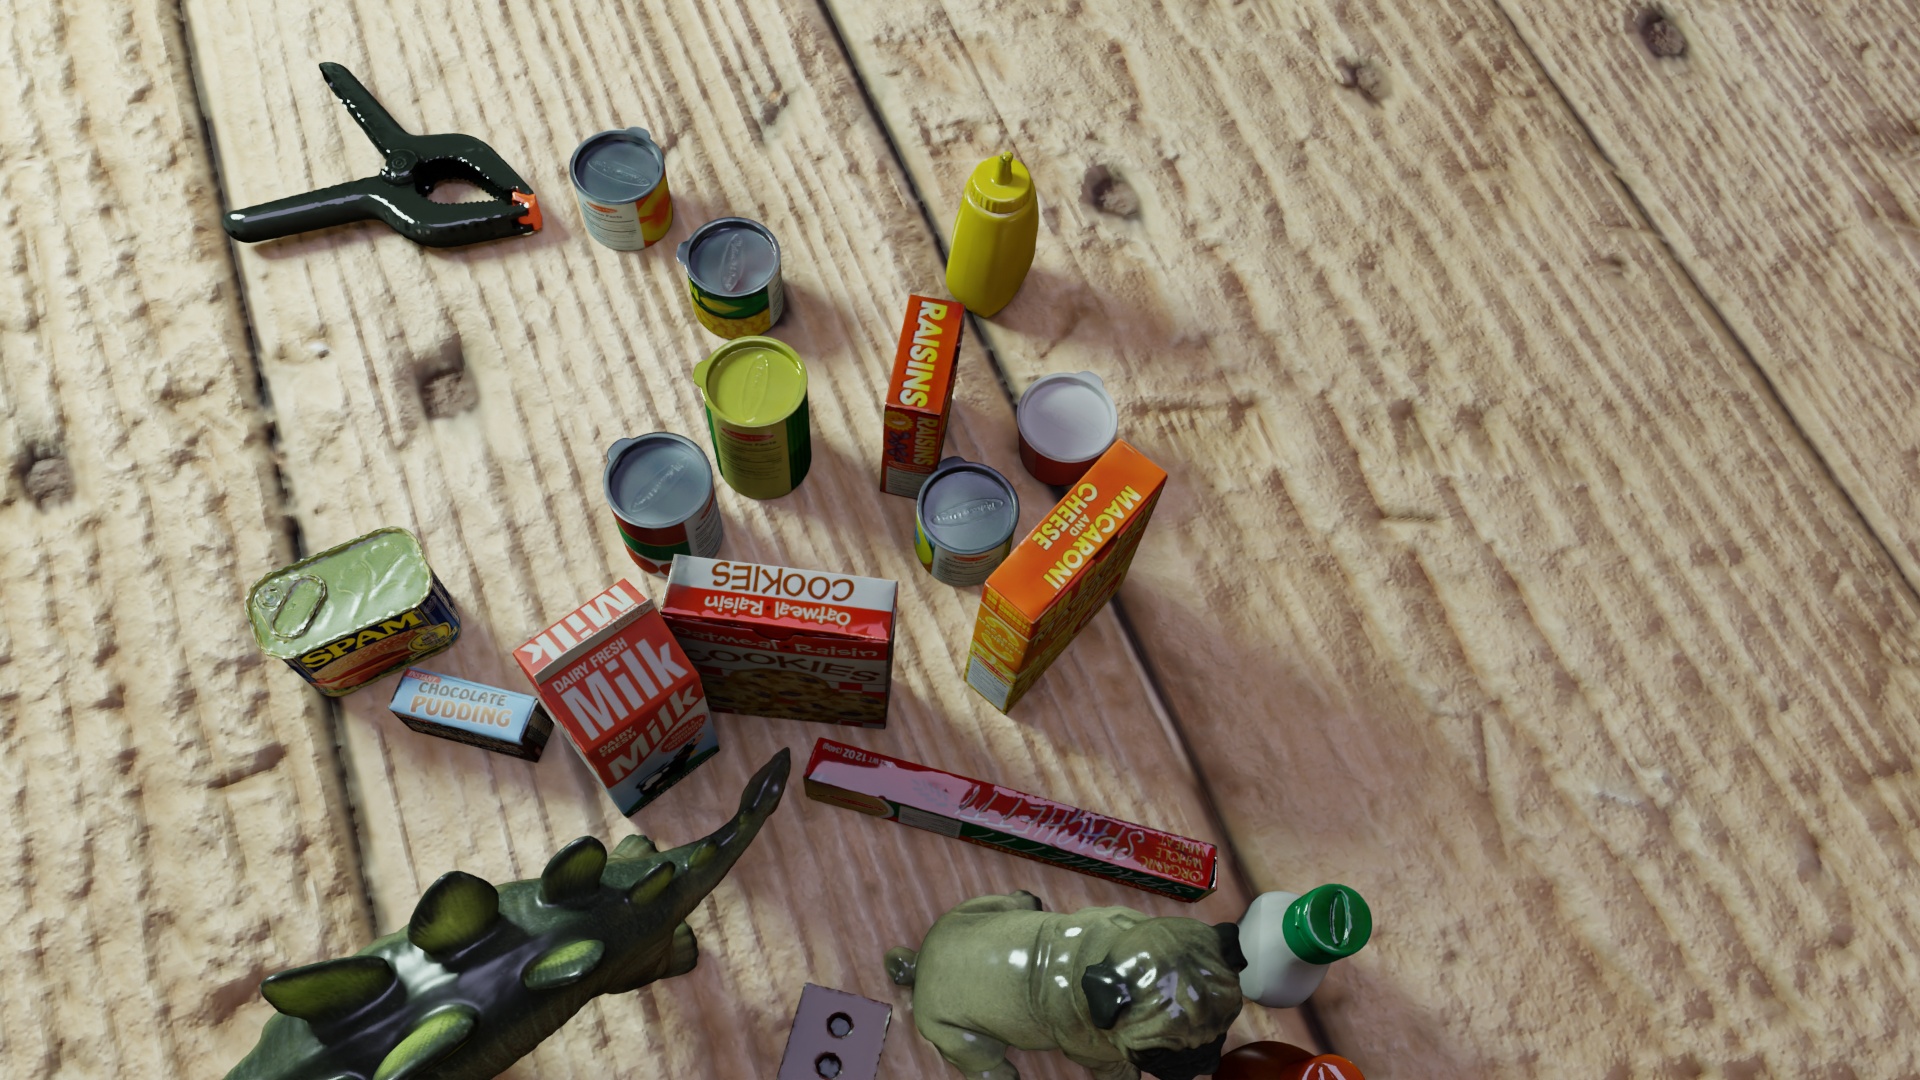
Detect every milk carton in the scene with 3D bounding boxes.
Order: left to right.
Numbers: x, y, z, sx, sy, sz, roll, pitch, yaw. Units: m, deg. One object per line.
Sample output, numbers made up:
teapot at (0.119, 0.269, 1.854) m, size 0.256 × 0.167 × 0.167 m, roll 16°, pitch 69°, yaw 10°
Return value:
milk carton at (-0.191, 0.086, 0.779) m, size 0.072 × 0.189 × 0.073 m, roll -36°, pitch 73°, yaw -18°

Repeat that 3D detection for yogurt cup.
yogurt cup at (0.070, -0.073, 0.947) m, size 0.072 × 0.053 × 0.072 m, roll 2°, pitch 66°, yaw -4°

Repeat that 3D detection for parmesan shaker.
parmesan shaker at (-0.134, -0.079, 0.907) m, size 0.071 × 0.102 × 0.071 m, roll 2°, pitch 66°, yaw -4°

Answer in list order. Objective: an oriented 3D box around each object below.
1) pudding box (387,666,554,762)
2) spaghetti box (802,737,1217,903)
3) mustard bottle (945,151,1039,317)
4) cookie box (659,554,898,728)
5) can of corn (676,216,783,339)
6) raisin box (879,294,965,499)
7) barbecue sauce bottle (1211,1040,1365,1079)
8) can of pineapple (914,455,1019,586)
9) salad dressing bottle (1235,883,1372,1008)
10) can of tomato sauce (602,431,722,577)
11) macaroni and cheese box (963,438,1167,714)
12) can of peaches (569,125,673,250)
pudding box at (-0.294, 0.105, 0.839) m, size 0.084 × 0.049 × 0.030 m, roll 14°, pitch 66°, yaw 2°
spaghetti box at (0.029, 0.170, 0.835) m, size 0.250 × 0.050 × 0.029 m, roll 15°, pitch 66°, yaw 2°
mustard bottle at (0.024, -0.218, 0.952) m, size 0.049 × 0.159 × 0.065 m, roll 35°, pitch 68°, yaw 11°
cookie box at (-0.101, 0.064, 0.809) m, size 0.123 × 0.166 × 0.040 m, roll 6°, pitch 66°, yaw -2°
can of corn at (-0.161, -0.184, 0.977) m, size 0.071 × 0.058 × 0.071 m, roll 2°, pitch 66°, yaw -4°
raisin box at (-0.025, -0.091, 0.910) m, size 0.040 × 0.123 × 0.086 m, roll 11°, pitch 65°, yaw 1°
barbecue sauce bottle at (0.174, 0.296, 0.735) m, size 0.044 × 0.148 × 0.065 m, roll -19°, pitch 69°, yaw -12°
can of pineapple at (0.003, -0.011, 0.912) m, size 0.071 × 0.057 × 0.071 m, roll 2°, pitch 66°, yaw -4°
salad dressing bottle at (0.186, 0.222, 0.770) m, size 0.044 × 0.147 × 0.064 m, roll 9°, pitch 66°, yaw -1°
can of tomato sauce at (-0.190, -0.022, 0.887) m, size 0.071 × 0.082 × 0.071 m, roll 2°, pitch 66°, yaw -4°
macaroni and cheese box at (0.061, 0.027, 0.839) m, size 0.040 × 0.165 × 0.124 m, roll 39°, pitch 69°, yaw 13°
can of peaches at (-0.242, -0.254, 1.003) m, size 0.071 × 0.057 × 0.071 m, roll 2°, pitch 66°, yaw -4°
